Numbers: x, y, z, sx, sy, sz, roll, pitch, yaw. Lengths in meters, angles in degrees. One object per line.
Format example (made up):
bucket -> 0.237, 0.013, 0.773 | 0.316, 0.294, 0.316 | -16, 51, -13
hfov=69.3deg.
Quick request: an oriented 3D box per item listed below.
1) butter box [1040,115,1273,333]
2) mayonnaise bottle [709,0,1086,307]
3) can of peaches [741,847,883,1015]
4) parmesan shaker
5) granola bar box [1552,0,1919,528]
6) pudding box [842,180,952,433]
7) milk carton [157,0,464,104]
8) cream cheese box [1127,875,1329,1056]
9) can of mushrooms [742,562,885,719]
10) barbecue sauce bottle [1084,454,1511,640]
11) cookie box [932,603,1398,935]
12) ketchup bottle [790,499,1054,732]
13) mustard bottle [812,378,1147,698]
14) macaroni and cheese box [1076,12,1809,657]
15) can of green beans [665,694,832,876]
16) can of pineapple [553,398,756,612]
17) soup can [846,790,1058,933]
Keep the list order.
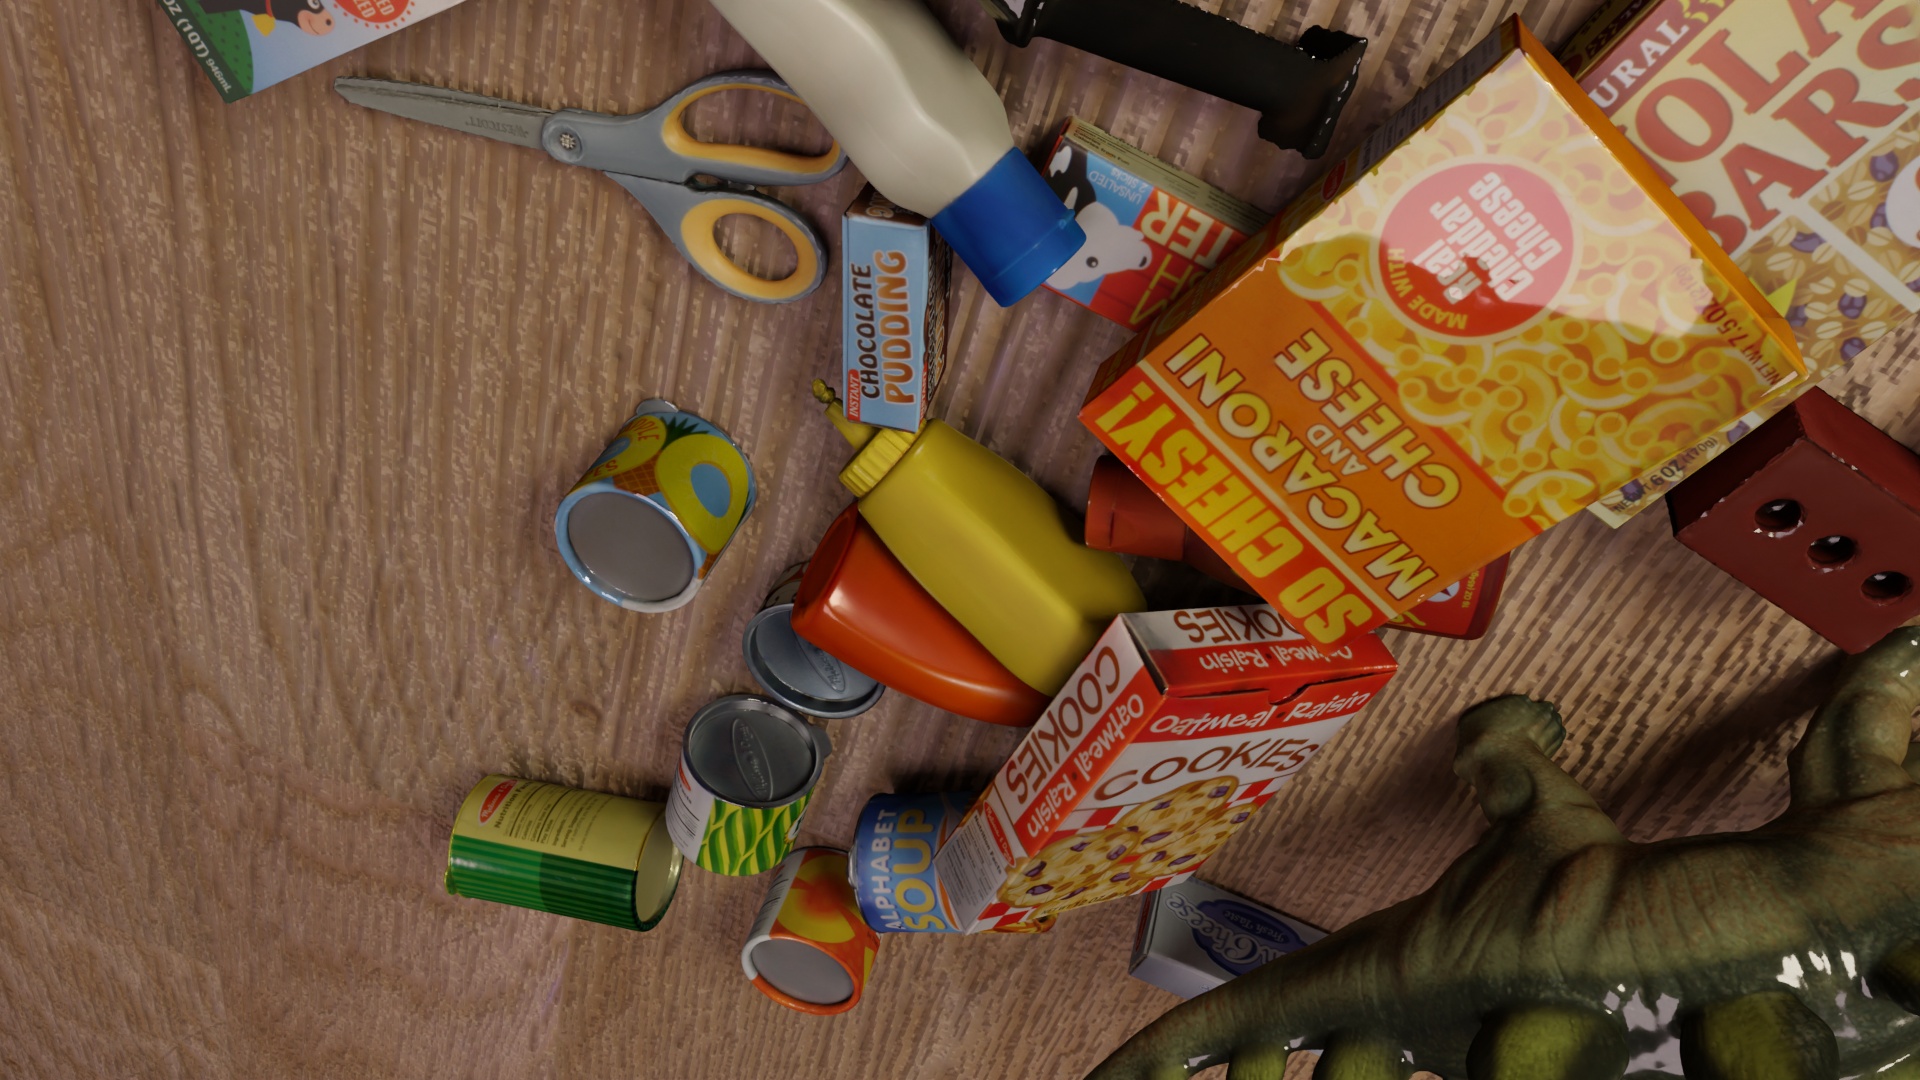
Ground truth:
butter box -> 0.070, -0.096, 0.473 | 0.103, 0.024, 0.052 | 26, 129, -3
mayonnaise bottle -> -0.020, -0.140, 0.434 | 0.041, 0.065, 0.148 | -33, 103, 36
can of peaches -> -0.072, 0.204, 0.723 | 0.071, 0.058, 0.071 | 9, 128, 12
parmesan shaker -> -0.205, 0.166, 0.727 | 0.103, 0.072, 0.071 | 8, 128, 12
granola bar box -> 0.216, -0.095, 0.418 | 0.124, 0.039, 0.164 | 35, 128, -9
pudding box -> -0.022, -0.086, 0.493 | 0.030, 0.050, 0.083 | 10, 128, 8
milk carton -> -0.163, -0.208, 0.432 | 0.190, 0.074, 0.072 | -11, 121, 24
cream cheese box -> 0.134, 0.198, 0.655 | 0.104, 0.054, 0.024 | 23, 131, 0
can of mushrooms -> -0.057, 0.044, 0.613 | 0.071, 0.034, 0.070 | 9, 127, 12
barbecue sauce bottle -> 0.122, -0.004, 0.513 | 0.148, 0.044, 0.064 | 9, 127, 12
cookie box -> 0.079, 0.092, 0.557 | 0.123, 0.040, 0.166 | -2, 140, -35
ketchup bottle -> 0.005, 0.045, 0.578 | 0.149, 0.065, 0.043 | 32, 142, -18
mustard bottle -> 0.002, -0.007, 0.540 | 0.160, 0.066, 0.048 | 42, 124, -8
macaroni and cheese box -> 0.138, -0.052, 0.423 | 0.123, 0.040, 0.165 | 43, 127, -11
can of green beans -> -0.104, 0.117, 0.662 | 0.071, 0.071, 0.057 | 22, 130, 1
can of pineapple -> -0.127, -0.014, 0.576 | 0.071, 0.058, 0.070 | 9, 128, 12
soup can -> -0.001, 0.151, 0.652 | 0.084, 0.072, 0.071 | -6, 124, 21
